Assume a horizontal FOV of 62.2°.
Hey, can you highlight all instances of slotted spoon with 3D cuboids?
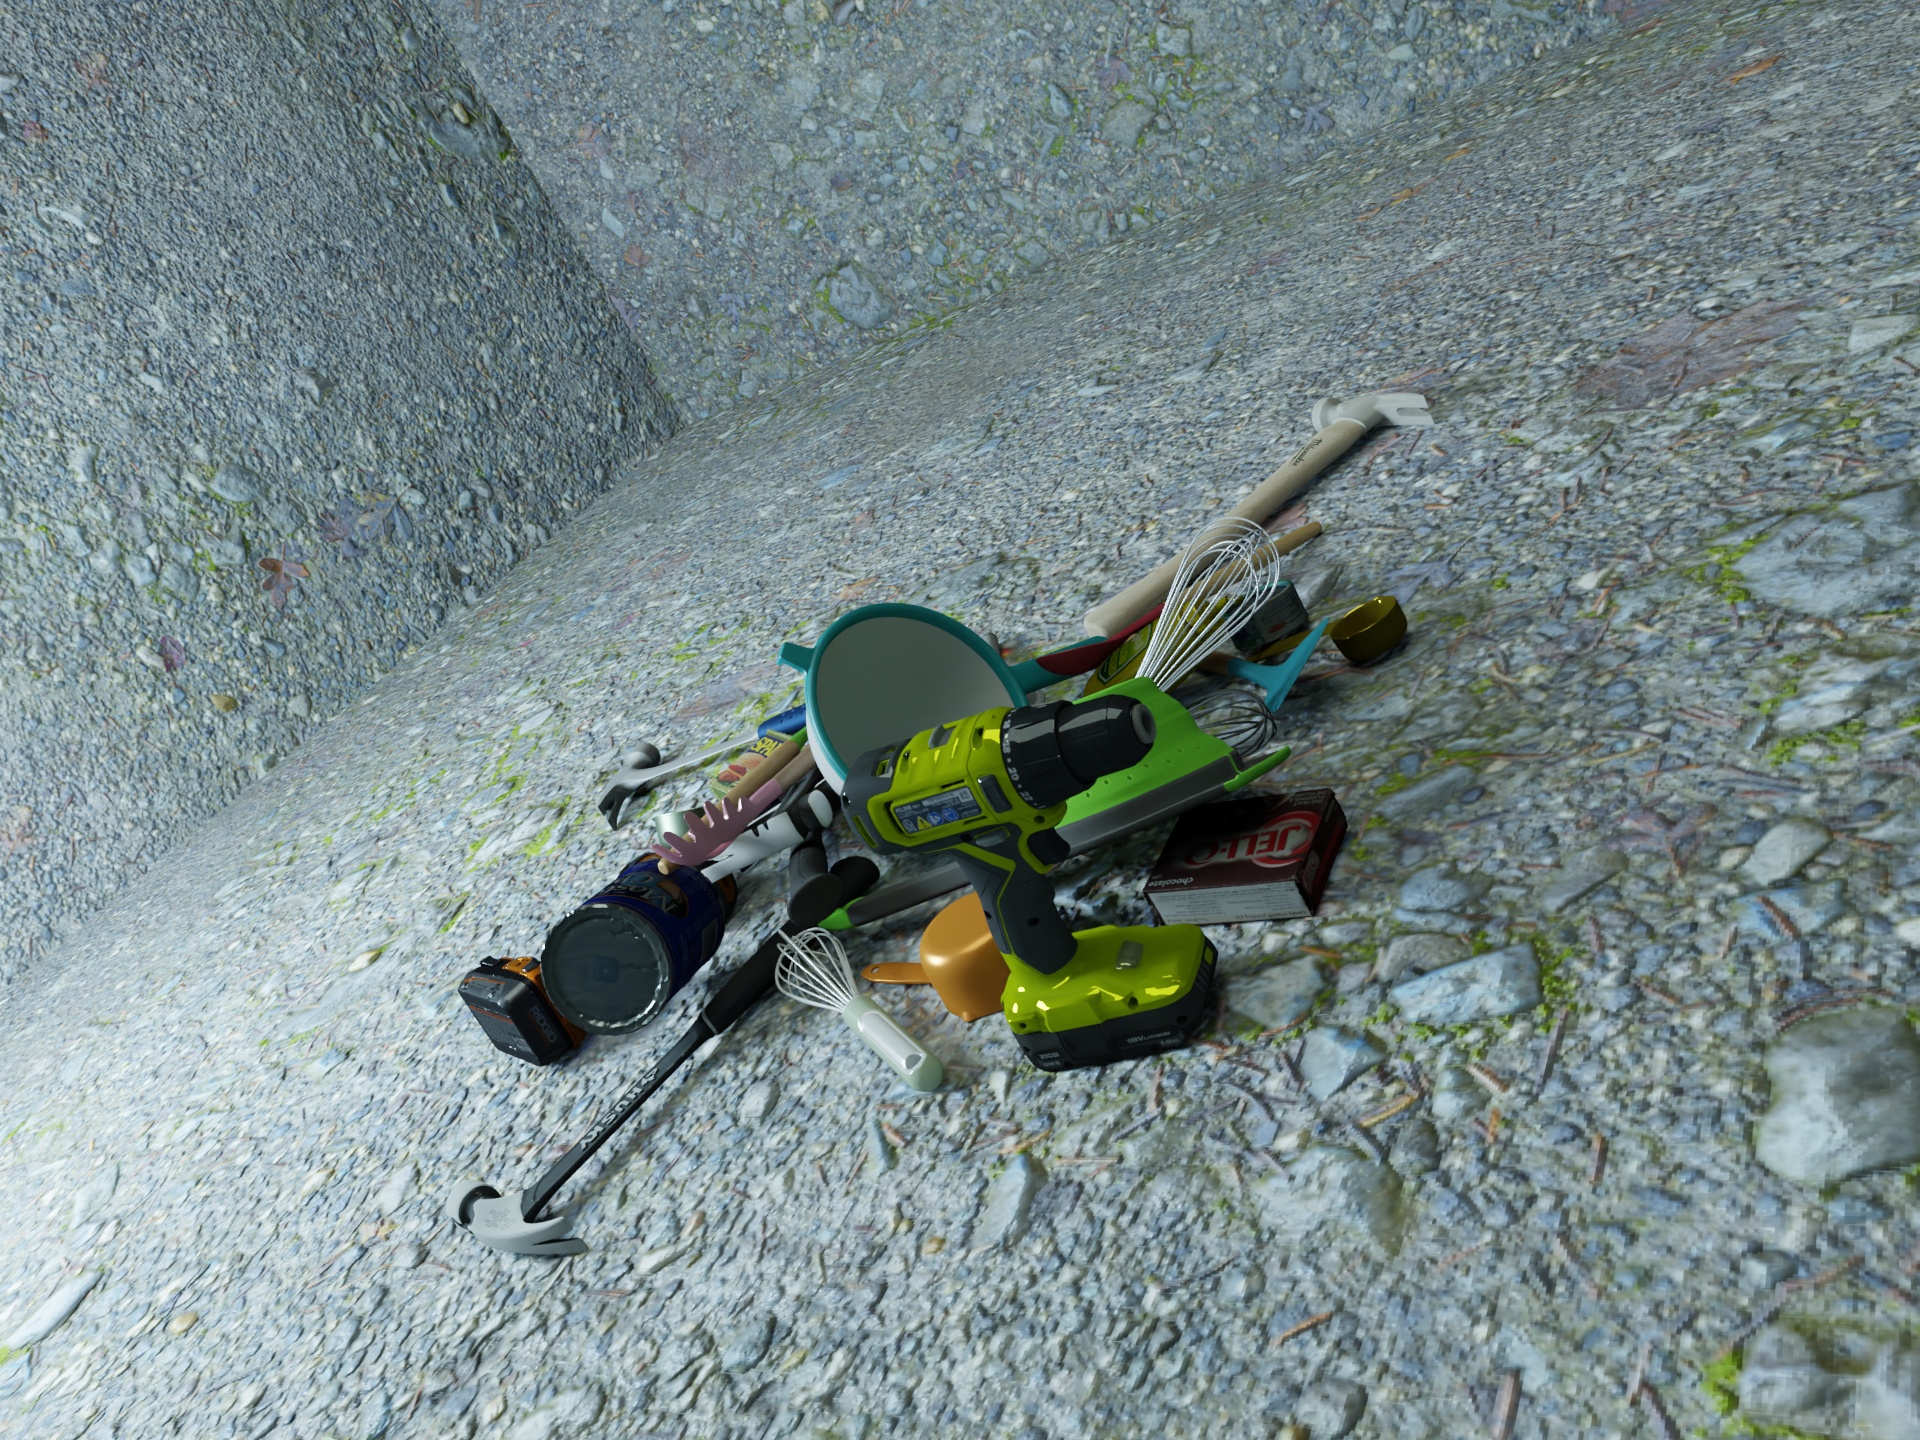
[{"bbox_3d":[-0.159,0.038,1.368,0.314,0.031,0.070,-47,-13,-45],"label":"slotted spoon"}]

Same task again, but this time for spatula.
[{"bbox_3d":[0.206,-0.055,1.313,0.082,0.044,0.318,-60,25,-4],"label":"spatula"}]

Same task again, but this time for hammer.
[{"bbox_3d":[0.280,-0.197,1.535,0.410,0.038,0.146,-40,25,-20],"label":"hammer"},{"bbox_3d":[-0.222,0.019,1.710,0.405,0.035,0.144,-19,24,26],"label":"hammer"},{"bbox_3d":[-0.133,0.111,1.331,0.146,0.035,0.335,-32,12,0],"label":"hammer"},{"bbox_3d":[-0.134,0.044,1.442,0.127,0.034,0.337,-25,13,19],"label":"hammer"},{"bbox_3d":[-0.201,0.242,1.208,0.149,0.036,0.409,0,37,50],"label":"hammer"}]

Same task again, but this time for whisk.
[{"bbox_3d":[-0.075,0.201,1.120,0.058,0.059,0.246,-43,29,-12],"label":"whisk"},{"bbox_3d":[0.140,0.021,1.233,0.239,0.055,0.055,-17,25,42],"label":"whisk"},{"bbox_3d":[0.140,-0.029,1.178,0.284,0.070,0.070,-57,11,25],"label":"whisk"}]

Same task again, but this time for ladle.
[{"bbox_3d":[0.201,-0.109,1.406,0.315,0.031,0.069,-29,6,-22],"label":"ladle"}]

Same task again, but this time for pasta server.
[{"bbox_3d":[-0.144,0.038,1.322,0.060,0.040,0.316,-41,1,39],"label":"pasta server"}]

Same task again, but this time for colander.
[{"bbox_3d":[0.035,0.058,1.146,0.397,0.094,0.204,-24,-2,32],"label":"colander"}]

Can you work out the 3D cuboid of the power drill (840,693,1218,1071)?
[{"bbox_3d":[0.060,0.091,0.937,0.190,0.228,0.080,-18,25,29],"label":"power drill"}]

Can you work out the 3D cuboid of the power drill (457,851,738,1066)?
[{"bbox_3d":[-0.322,0.197,1.402,0.226,0.084,0.164,-39,23,-31],"label":"power drill"}]

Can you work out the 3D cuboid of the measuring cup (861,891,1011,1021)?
[{"bbox_3d":[-0.017,0.160,1.121,0.174,0.052,0.095,-8,31,40],"label":"measuring cup"}]

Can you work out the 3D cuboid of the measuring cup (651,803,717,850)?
[{"bbox_3d":[-0.228,0.100,1.450,0.083,0.038,0.167,-11,-6,1],"label":"measuring cup"}]

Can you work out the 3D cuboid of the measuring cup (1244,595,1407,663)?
[{"bbox_3d":[0.286,-0.058,1.256,0.062,0.029,0.156,-45,14,-35],"label":"measuring cup"}]

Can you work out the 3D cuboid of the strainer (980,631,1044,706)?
[{"bbox_3d":[0.031,-0.045,1.524,0.087,0.050,0.259,-13,20,3],"label":"strainer"}]

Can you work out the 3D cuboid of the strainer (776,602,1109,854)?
[{"bbox_3d":[-0.002,-0.004,1.374,0.340,0.211,0.095,-21,-16,-40],"label":"strainer"}]
